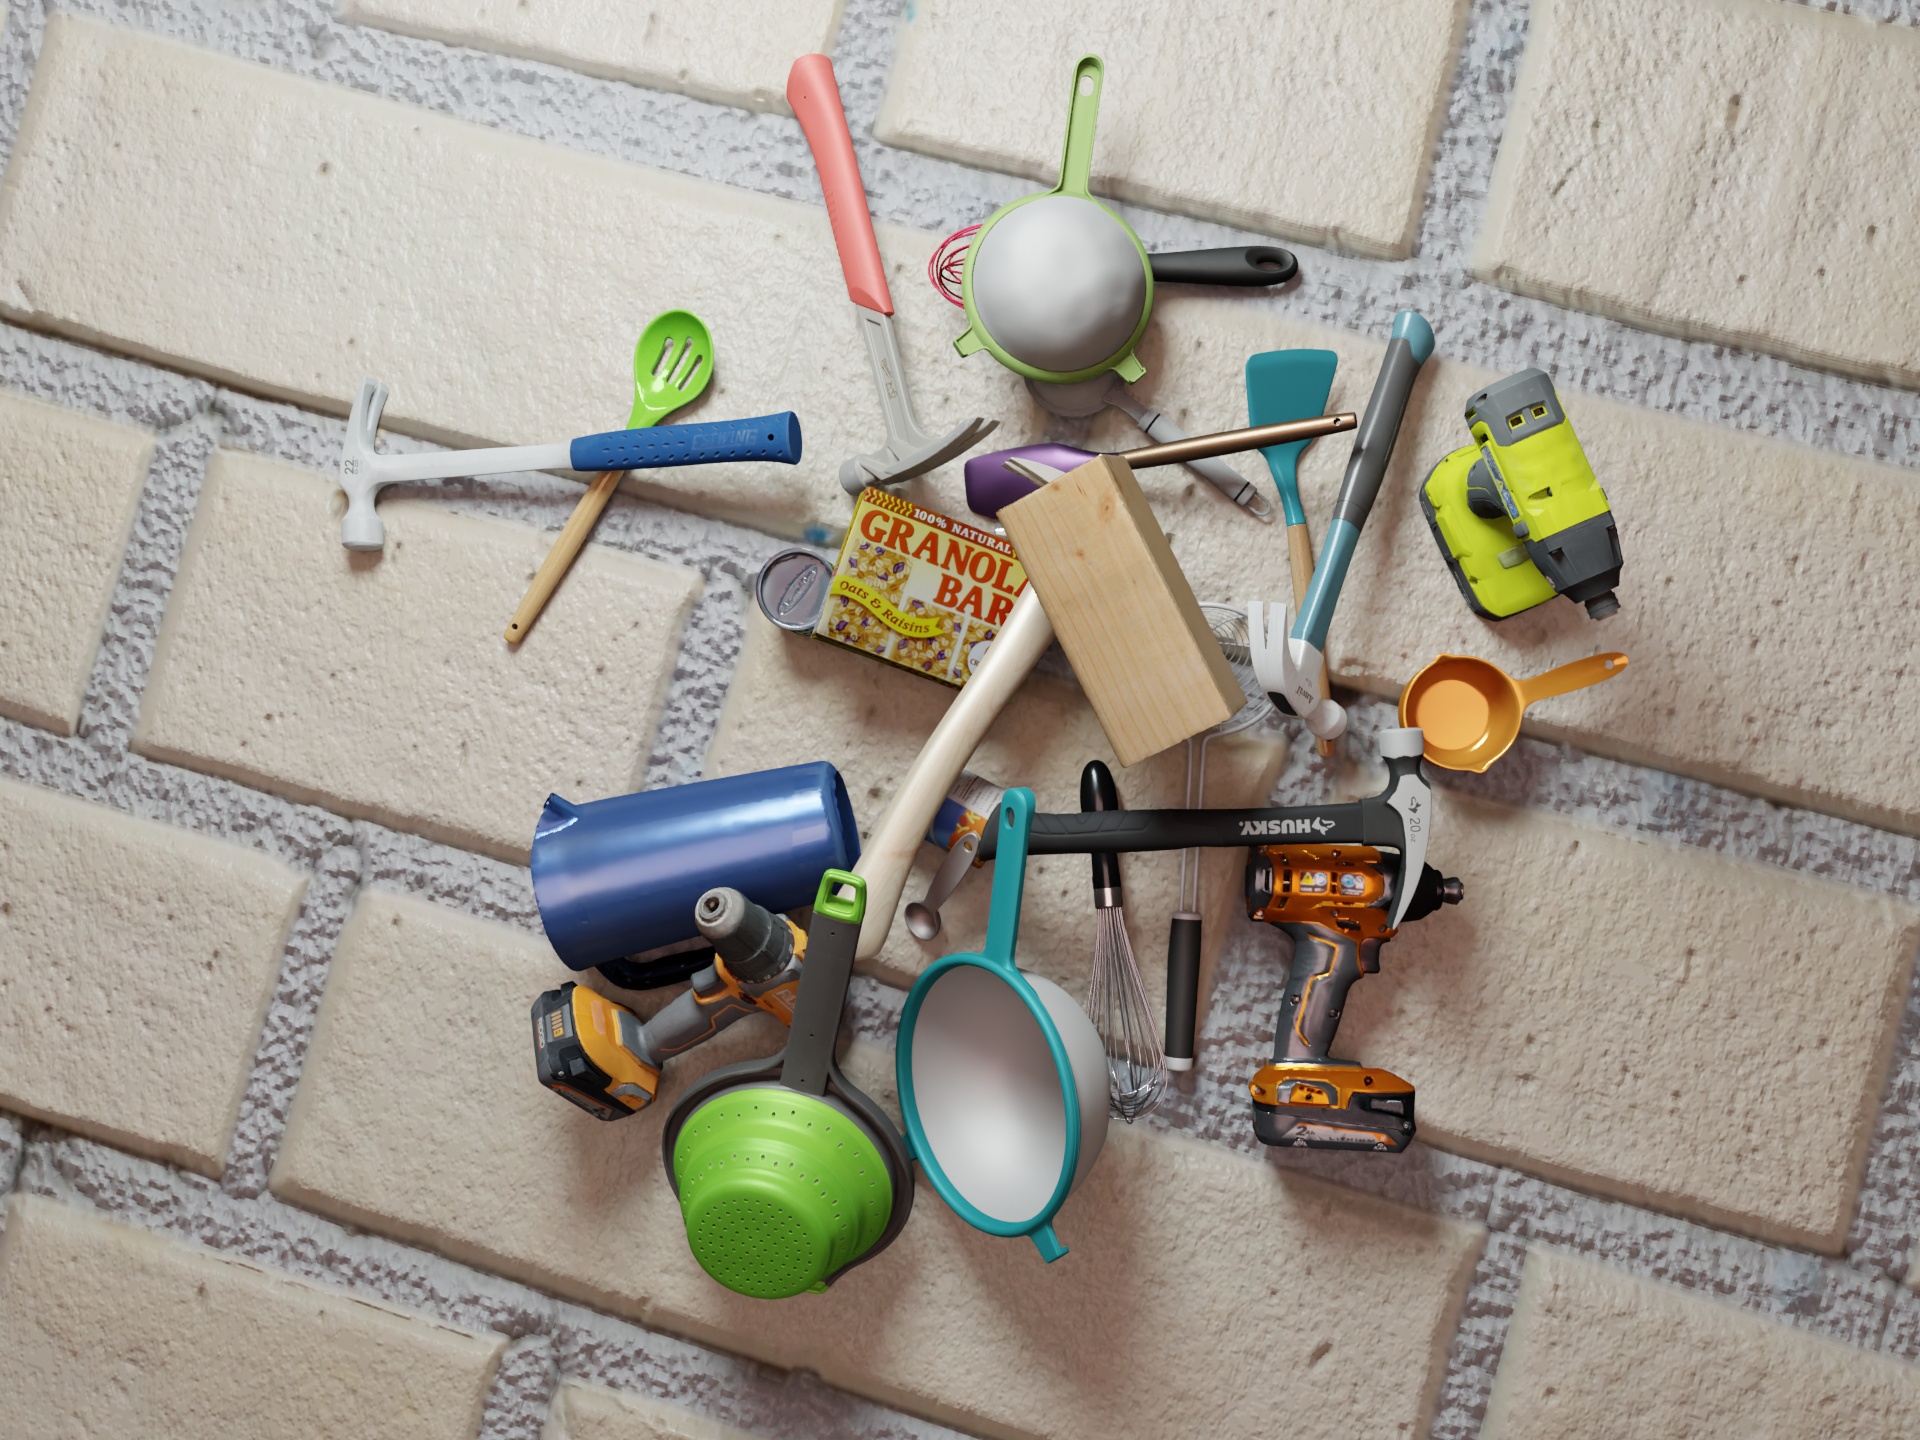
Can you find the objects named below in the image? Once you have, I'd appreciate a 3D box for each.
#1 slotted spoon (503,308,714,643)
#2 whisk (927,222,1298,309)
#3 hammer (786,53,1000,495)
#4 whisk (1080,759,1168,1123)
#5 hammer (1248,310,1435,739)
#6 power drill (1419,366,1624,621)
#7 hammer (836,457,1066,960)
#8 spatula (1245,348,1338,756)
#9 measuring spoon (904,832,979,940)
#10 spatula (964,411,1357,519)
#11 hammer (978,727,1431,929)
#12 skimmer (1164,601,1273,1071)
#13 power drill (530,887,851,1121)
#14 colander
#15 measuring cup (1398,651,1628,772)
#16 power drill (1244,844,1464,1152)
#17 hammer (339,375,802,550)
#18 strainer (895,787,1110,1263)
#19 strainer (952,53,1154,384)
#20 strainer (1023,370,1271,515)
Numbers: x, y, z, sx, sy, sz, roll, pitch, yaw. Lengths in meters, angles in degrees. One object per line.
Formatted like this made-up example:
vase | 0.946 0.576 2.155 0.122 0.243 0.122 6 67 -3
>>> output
slotted spoon | -0.298 -0.200 1.328 0.070 0.031 0.314 32 94 7
whisk | 0.122 -0.361 1.271 0.296 0.073 0.073 -1 88 0
hammer | -0.073 -0.371 1.280 0.149 0.036 0.359 -20 80 37
whisk | 0.119 0.172 1.250 0.070 0.070 0.285 -6 82 6
hammer | 0.300 -0.160 1.218 0.033 0.128 0.331 10 74 46
power drill | 0.405 -0.144 1.142 0.080 0.223 0.171 -23 85 6
hammer | -0.002 -0.004 1.214 0.146 0.038 0.411 33 81 -7
spatula | 0.271 -0.129 1.248 0.082 0.044 0.317 -7 89 -20
measuring spoon | -0.010 0.128 1.256 0.034 0.018 0.124 44 129 17
spatula | 0.151 -0.205 1.247 0.316 0.018 0.060 -8 87 21
hammer | 0.179 0.086 1.188 0.335 0.035 0.146 -3 87 7
skimmer | 0.180 0.093 1.227 0.127 0.090 0.363 4 88 4
power drill | -0.218 0.214 1.228 0.226 0.185 0.084 -25 52 7
colander | -0.127 0.296 1.176 0.204 0.094 0.396 15 115 4
measuring cup | 0.422 -0.018 1.224 0.173 0.052 0.095 -18 86 4
power drill | 0.300 0.208 1.216 0.164 0.084 0.226 1 84 6
hammer | -0.327 -0.223 1.305 0.405 0.035 0.144 -2 87 14
strainer | 0.054 0.214 1.200 0.211 0.095 0.340 19 107 50
strainer | 0.086 -0.388 1.206 0.151 0.069 0.256 8 88 -5
strainer | 0.145 -0.246 1.272 0.258 0.050 0.087 38 89 3
